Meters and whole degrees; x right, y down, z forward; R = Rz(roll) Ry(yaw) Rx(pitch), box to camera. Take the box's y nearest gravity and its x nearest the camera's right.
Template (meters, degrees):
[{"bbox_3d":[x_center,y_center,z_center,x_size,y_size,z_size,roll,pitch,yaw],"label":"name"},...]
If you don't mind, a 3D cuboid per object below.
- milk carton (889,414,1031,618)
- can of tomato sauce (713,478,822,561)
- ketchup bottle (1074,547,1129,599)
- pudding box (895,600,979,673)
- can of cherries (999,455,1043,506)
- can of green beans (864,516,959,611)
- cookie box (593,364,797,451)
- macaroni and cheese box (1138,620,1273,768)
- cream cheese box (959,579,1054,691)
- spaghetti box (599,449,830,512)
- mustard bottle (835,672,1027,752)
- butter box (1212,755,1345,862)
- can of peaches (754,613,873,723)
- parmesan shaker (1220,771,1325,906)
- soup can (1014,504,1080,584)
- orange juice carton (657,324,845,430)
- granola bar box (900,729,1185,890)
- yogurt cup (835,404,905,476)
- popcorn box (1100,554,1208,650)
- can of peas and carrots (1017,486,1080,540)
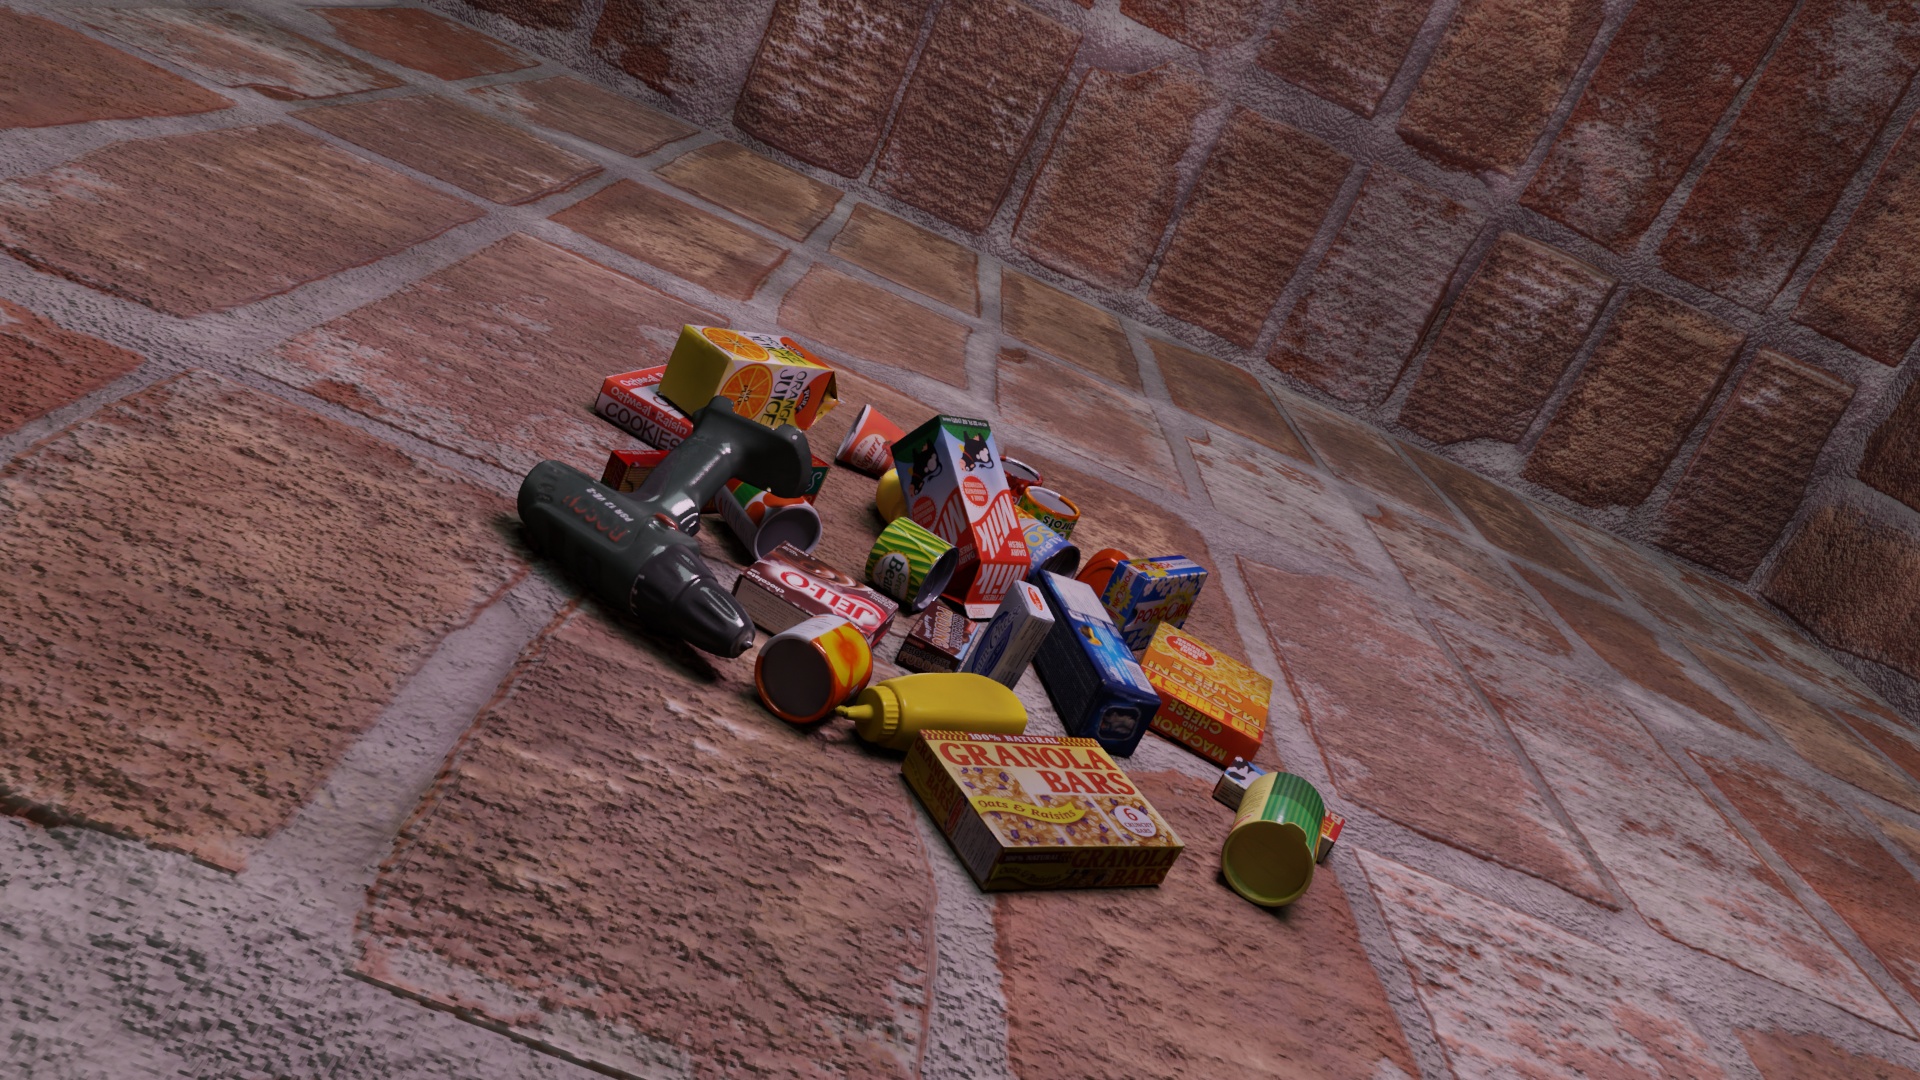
[{"bbox_3d":[0.005,-0.016,1.301,0.072,0.073,0.191,2,65,-47],"label":"milk carton"},{"bbox_3d":[-0.164,-0.024,1.195,0.071,0.071,0.083,8,26,-40],"label":"can of tomato sauce"},{"bbox_3d":[0.150,0.034,1.435,0.043,0.064,0.149,51,13,1],"label":"ketchup bottle"},{"bbox_3d":[-0.018,0.085,1.150,0.050,0.030,0.084,27,20,4],"label":"pudding box"},{"bbox_3d":[0.051,-0.055,1.541,0.071,0.058,0.072,22,19,-8],"label":"can of cherries"},{"bbox_3d":[-0.043,0.021,1.230,0.058,0.071,0.071,31,20,17],"label":"can of green beans"},{"bbox_3d":[-0.253,-0.112,1.355,0.167,0.040,0.123,30,20,10],"label":"cookie box"},{"bbox_3d":[0.219,0.141,1.272,0.124,0.040,0.167,28,19,8],"label":"macaroni and cheese box"},{"bbox_3d":[0.034,0.088,1.095,0.024,0.103,0.053,22,20,-22],"label":"cream cheese box"},{"bbox_3d":[-0.214,-0.052,1.235,0.029,0.050,0.251,37,23,28],"label":"spaghetti box"},{"bbox_3d":[-0.027,0.126,1.007,0.160,0.048,0.065,8,26,-38],"label":"mustard bottle"},{"bbox_3d":[0.263,0.221,1.146,0.103,0.024,0.053,31,21,16],"label":"butter box"},{"bbox_3d":[-0.103,0.092,0.982,0.071,0.071,0.058,31,20,15],"label":"can of peaches"},{"bbox_3d":[0.240,0.221,1.049,0.071,0.071,0.103,29,20,12],"label":"parmesan shaker"},{"bbox_3d":[0.066,0.011,1.378,0.084,0.071,0.071,36,22,30],"label":"soup can"},{"bbox_3d":[-0.196,-0.158,1.371,0.072,0.072,0.193,37,21,27],"label":"orange juice carton"},{"bbox_3d":[0.057,0.187,0.968,0.166,0.039,0.124,9,26,-37],"label":"granola bar box"},{"bbox_3d":[-0.095,-0.104,1.491,0.054,0.072,0.072,30,18,-11],"label":"yogurt cup"},{"bbox_3d":[0.184,0.061,1.366,0.038,0.085,0.127,36,23,31],"label":"popcorn box"},{"bbox_3d":[0.089,-0.017,1.490,0.071,0.058,0.071,22,20,-8],"label":"can of peas and carrots"}]
